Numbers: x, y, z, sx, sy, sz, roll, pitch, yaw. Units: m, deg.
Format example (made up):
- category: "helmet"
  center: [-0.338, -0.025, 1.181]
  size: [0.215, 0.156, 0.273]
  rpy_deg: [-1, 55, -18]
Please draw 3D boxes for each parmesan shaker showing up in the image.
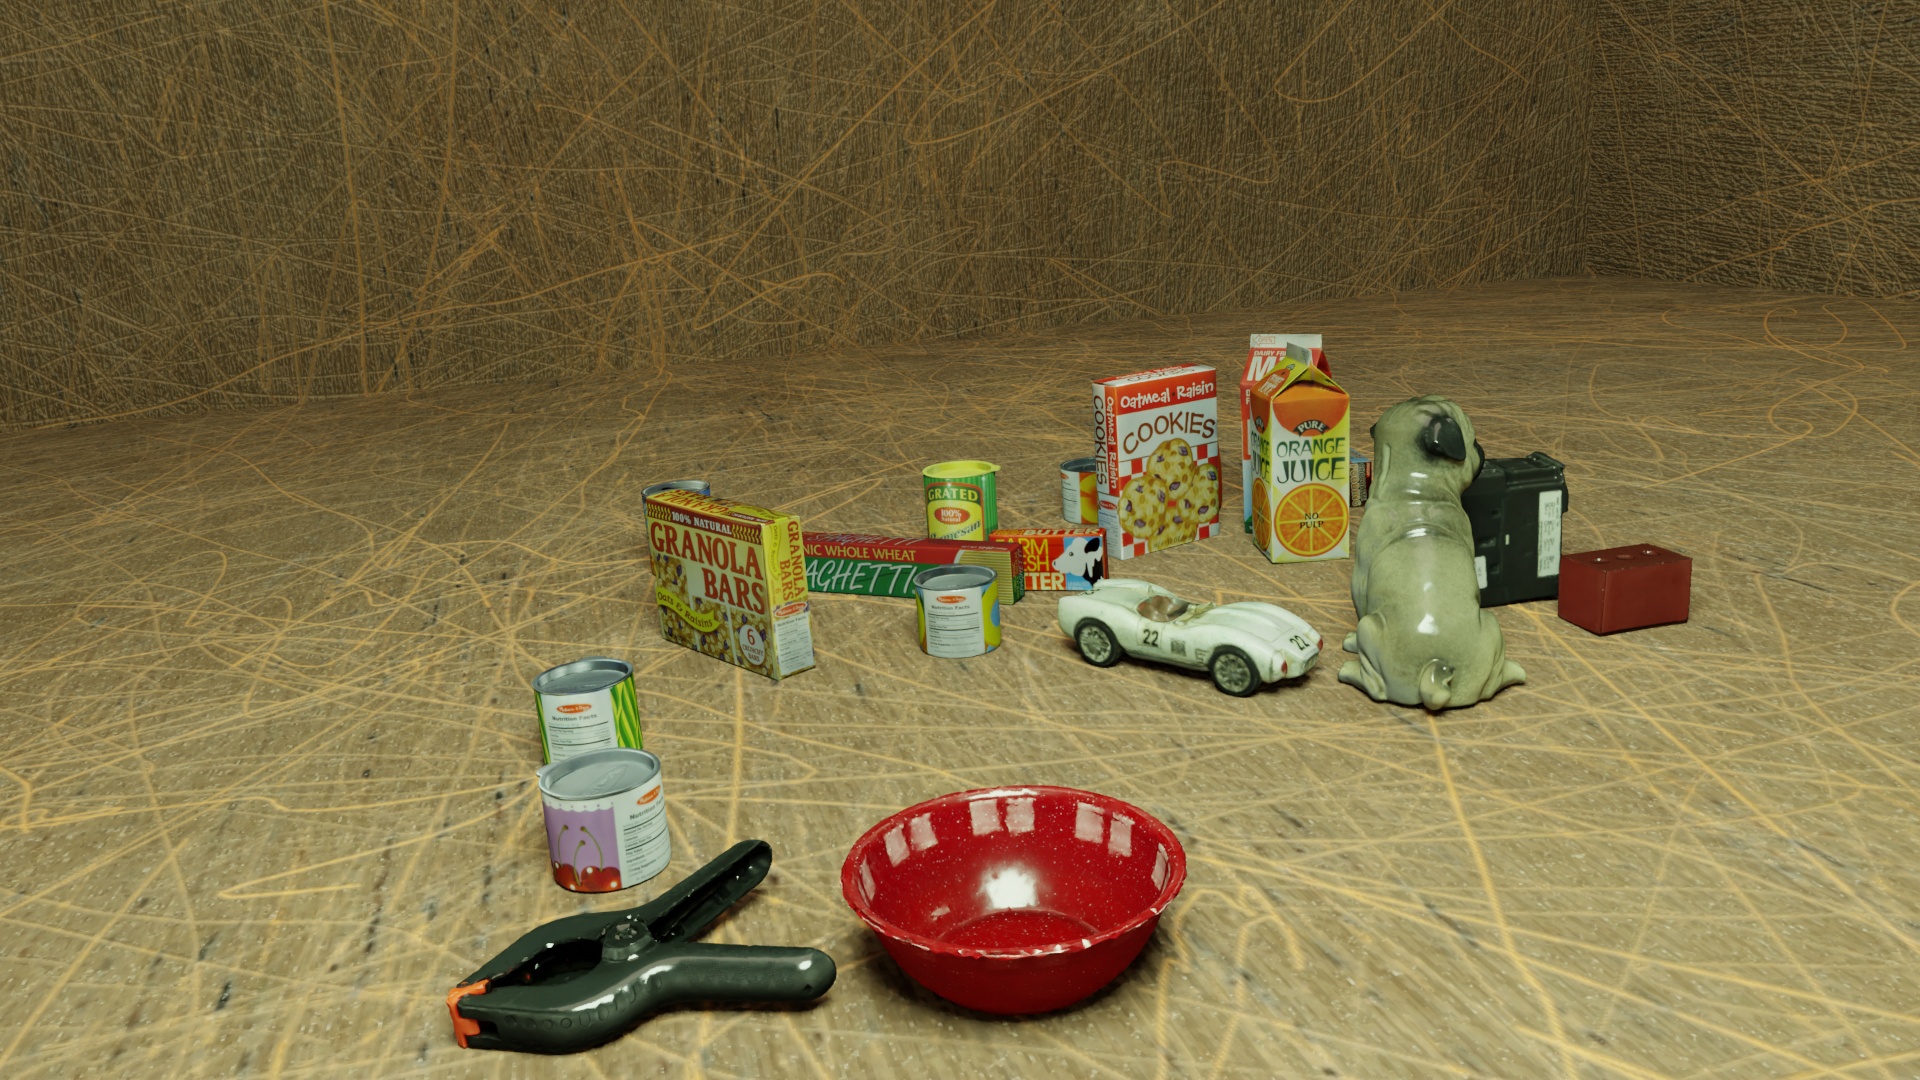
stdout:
- category: "parmesan shaker"
  center: [0.005, -0.016, 1.267]
  size: [0.071, 0.102, 0.071]
  rpy_deg: [-4, 15, 1]

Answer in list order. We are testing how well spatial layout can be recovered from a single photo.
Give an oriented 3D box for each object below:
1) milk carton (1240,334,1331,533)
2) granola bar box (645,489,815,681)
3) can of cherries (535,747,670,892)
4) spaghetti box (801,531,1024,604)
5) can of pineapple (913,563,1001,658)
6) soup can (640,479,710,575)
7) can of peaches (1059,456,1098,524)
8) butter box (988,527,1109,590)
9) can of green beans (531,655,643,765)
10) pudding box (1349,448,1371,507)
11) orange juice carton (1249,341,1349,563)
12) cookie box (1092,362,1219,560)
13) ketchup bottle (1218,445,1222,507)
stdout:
- category: "milk carton"
  center: [0.317, -0.105, 1.349]
  size: [0.072, 0.190, 0.074]
  rpy_deg: [4, 17, 28]
- category: "granola bar box"
  center: [-0.185, 0.032, 1.102]
  size: [0.039, 0.123, 0.165]
  rpy_deg: [-17, 20, -41]
- category: "can of cherries"
  center: [-0.200, 0.155, 0.778]
  size: [0.071, 0.058, 0.072]
  rpy_deg: [-4, 15, 1]
- category: "spaghetti box"
  center: [-0.064, 0.023, 1.242]
  size: [0.250, 0.050, 0.029]
  rpy_deg: [3, 16, 23]
- category: "can of pineapple"
  center: [-0.001, 0.055, 1.096]
  size: [0.071, 0.057, 0.071]
  rpy_deg: [-4, 15, 1]
- category: "soup can"
  center: [-0.276, -0.011, 1.357]
  size: [0.071, 0.083, 0.071]
  rpy_deg: [-4, 15, 1]
- category: "can of peaches"
  center: [0.141, -0.053, 1.452]
  size: [0.071, 0.058, 0.071]
  rpy_deg: [-4, 15, 1]
- category: "butter box"
  center: [0.078, 0.017, 1.224]
  size: [0.103, 0.053, 0.024]
  rpy_deg: [0, 15, 14]
- category: "can of green beans"
  center: [-0.249, 0.117, 0.931]
  size: [0.071, 0.057, 0.071]
  rpy_deg: [-4, 15, 1]
- category: "pudding box"
  center: [0.404, -0.069, 1.459]
  size: [0.030, 0.049, 0.084]
  rpy_deg: [-5, 15, -2]
- category: "orange juice carton"
  center: [0.307, -0.082, 1.261]
  size: [0.073, 0.192, 0.072]
  rpy_deg: [-5, 15, -2]
- category: "cookie box"
  center: [0.187, -0.077, 1.323]
  size: [0.123, 0.167, 0.040]
  rpy_deg: [-13, 17, -30]
- category: "ketchup bottle"
  center: [0.238, -0.104, 1.443]
  size: [0.065, 0.148, 0.044]
  rpy_deg: [8, 19, 38]
